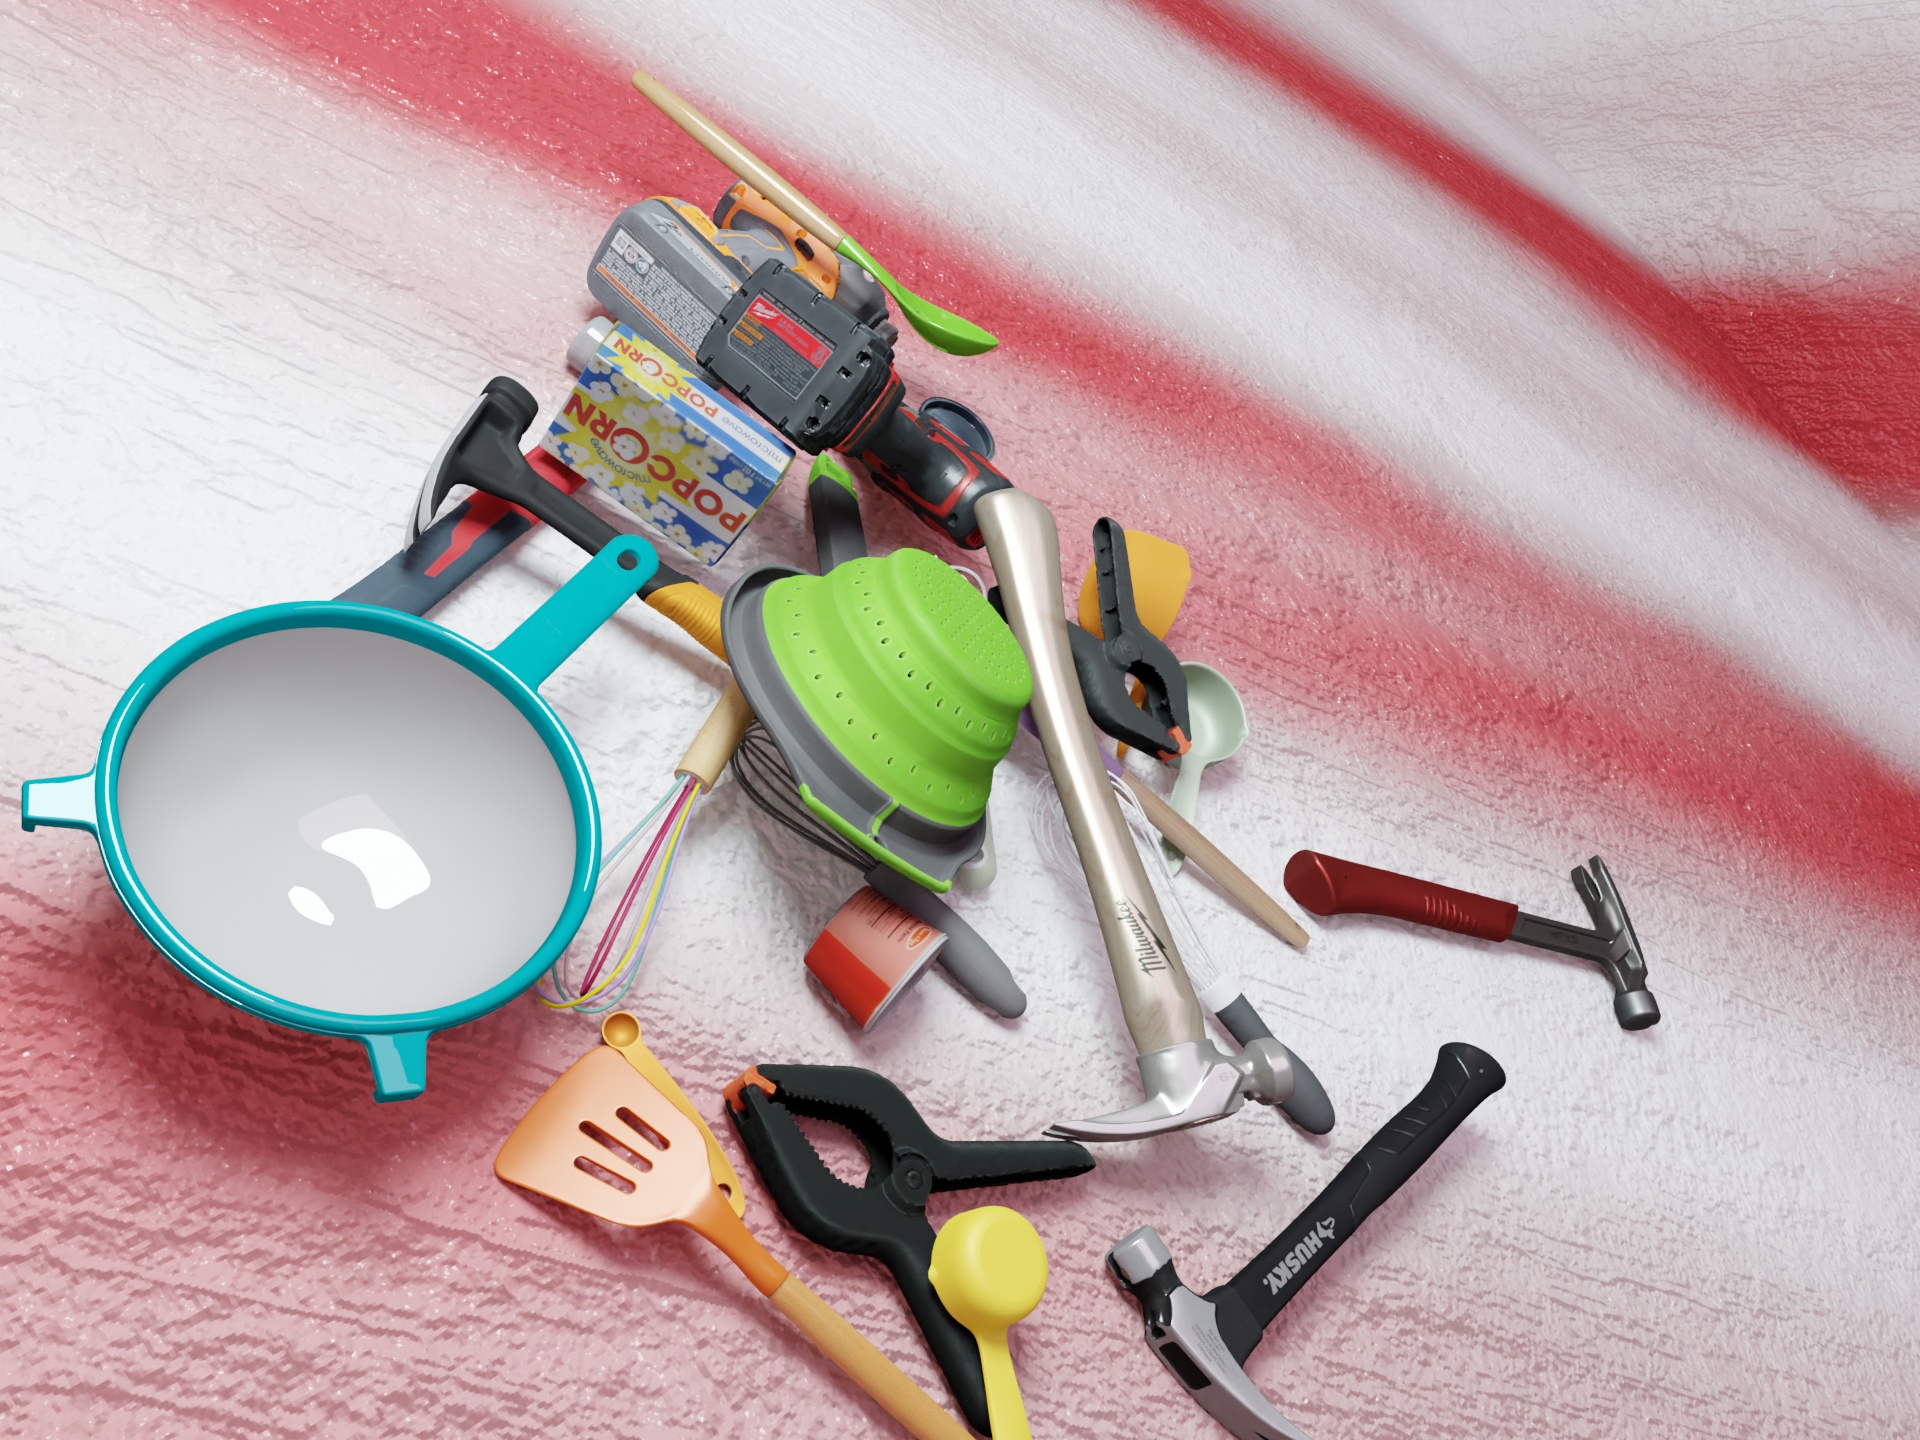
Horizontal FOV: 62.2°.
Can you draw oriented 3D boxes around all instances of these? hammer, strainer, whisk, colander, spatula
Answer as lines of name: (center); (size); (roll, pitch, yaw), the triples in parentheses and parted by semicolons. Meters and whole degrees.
hammer: (-0.254, -0.106, 0.910); (0.143, 0.038, 0.386); (40, 41, -6)
strainer: (-0.253, 0.021, 0.759); (0.211, 0.095, 0.340); (40, 42, -6)
hammer: (0.067, 0.043, 0.956); (0.146, 0.038, 0.411); (-9, 68, -17)
whisk: (-0.002, -0.003, 1.020); (0.058, 0.059, 0.247); (-9, 58, 4)
whisk: (-0.147, 0.050, 0.830); (0.051, 0.047, 0.245); (39, 53, -17)
colander: (-0.038, -0.077, 0.946); (0.204, 0.094, 0.398); (37, 24, -31)
hammer: (0.234, 0.288, 0.941); (0.335, 0.035, 0.146); (-26, 75, -40)
spatula: (0.122, 0.052, 1.056); (0.315, 0.018, 0.060); (41, 38, -14)
spatula: (-0.072, 0.280, 0.742); (0.322, 0.041, 0.081); (44, 49, -6)
hammer: (0.388, 0.140, 1.208); (0.358, 0.036, 0.149); (15, 48, -28)
whisk: (0.142, 0.146, 1.002); (0.284, 0.070, 0.070); (52, 42, 2)
hammer: (-0.151, -0.057, 0.916); (0.336, 0.034, 0.127); (35, 44, -22)
whisk: (-0.047, 0.084, 0.912); (0.239, 0.055, 0.055); (46, 41, -4)

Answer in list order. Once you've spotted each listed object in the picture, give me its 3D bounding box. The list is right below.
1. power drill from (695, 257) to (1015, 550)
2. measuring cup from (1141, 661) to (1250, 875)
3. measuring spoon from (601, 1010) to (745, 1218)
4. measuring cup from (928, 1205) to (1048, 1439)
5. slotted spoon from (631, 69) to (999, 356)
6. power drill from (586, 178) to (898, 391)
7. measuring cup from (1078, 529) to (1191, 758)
power drill: (-0.073, -0.206, 1.034); (0.188, 0.080, 0.226); (42, 6, 28)
measuring cup: (0.153, 0.038, 1.117); (0.083, 0.038, 0.168); (25, 61, -16)
measuring spoon: (-0.140, 0.193, 0.774); (0.021, 0.011, 0.117); (-29, 80, -35)
measuring cup: (0.026, 0.307, 0.748); (0.062, 0.029, 0.157); (10, 55, -36)
slotted spoon: (-0.104, -0.355, 1.128); (0.313, 0.031, 0.070); (38, 21, -6)
power drill: (-0.140, -0.307, 1.125); (0.164, 0.084, 0.226); (43, 33, 0)
measuring cup: (0.112, -0.058, 1.137); (0.052, 0.095, 0.174); (22, 64, -15)
